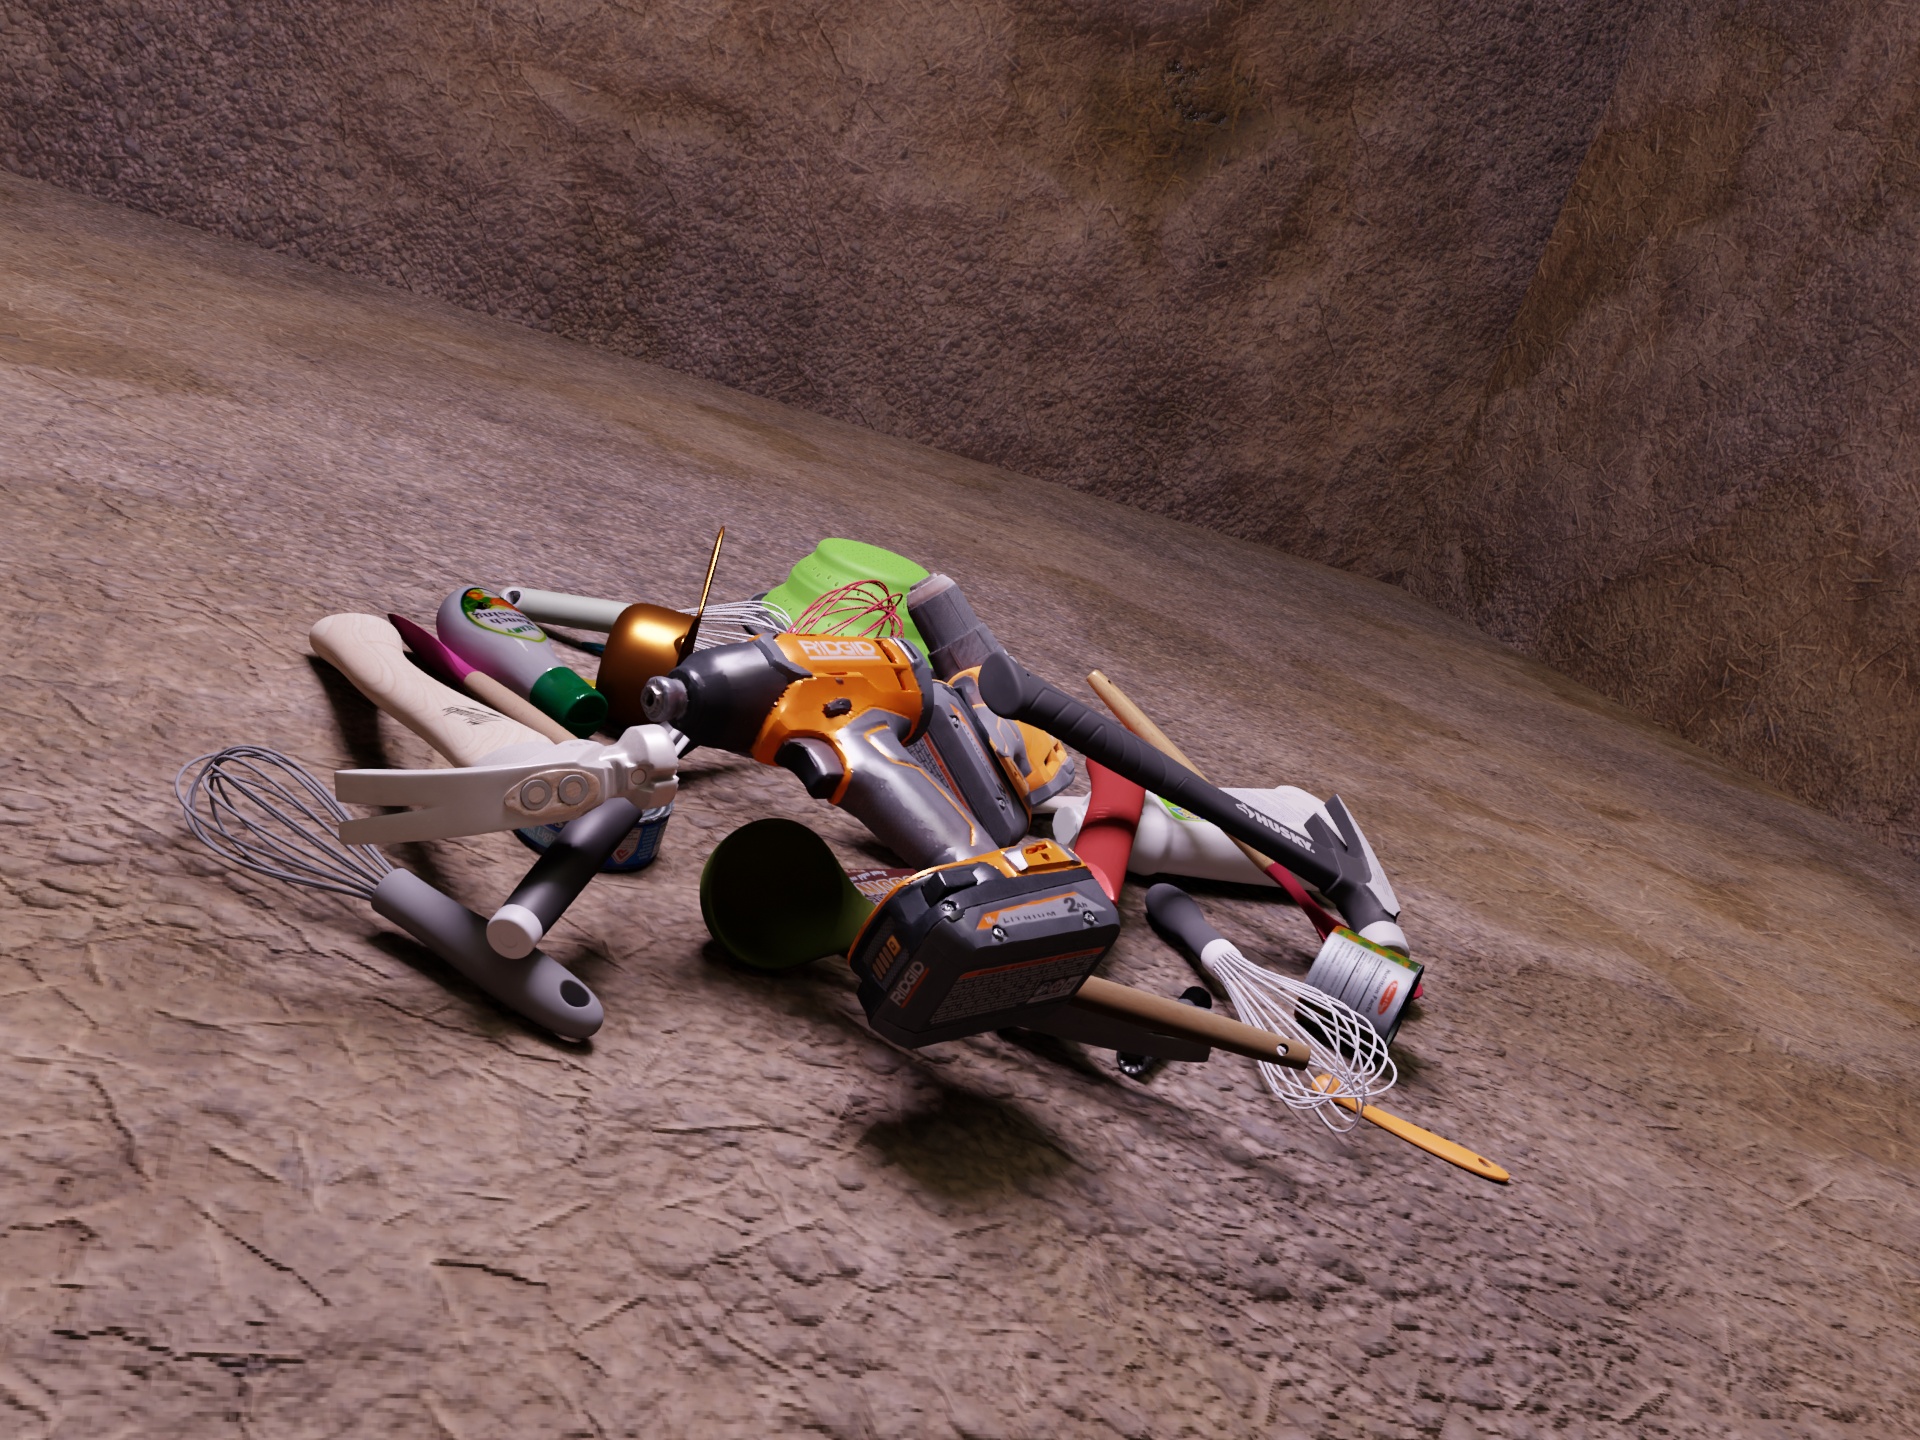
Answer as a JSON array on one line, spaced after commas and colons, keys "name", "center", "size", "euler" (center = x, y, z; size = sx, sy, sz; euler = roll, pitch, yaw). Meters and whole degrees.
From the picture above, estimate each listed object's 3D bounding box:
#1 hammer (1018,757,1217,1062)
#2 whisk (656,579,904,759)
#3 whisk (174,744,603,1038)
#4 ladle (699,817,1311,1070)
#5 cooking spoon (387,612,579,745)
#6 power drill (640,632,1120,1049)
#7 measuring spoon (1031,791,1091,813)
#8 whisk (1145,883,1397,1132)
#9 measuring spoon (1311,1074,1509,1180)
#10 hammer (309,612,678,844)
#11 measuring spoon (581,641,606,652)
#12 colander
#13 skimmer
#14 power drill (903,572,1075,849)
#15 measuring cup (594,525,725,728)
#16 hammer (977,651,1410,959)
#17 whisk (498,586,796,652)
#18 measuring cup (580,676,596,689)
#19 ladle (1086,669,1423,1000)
[{"name": "hammer", "center": [0.095, 0.092, 0.991], "size": [0.149, 0.036, 0.359], "euler": [11, 23, 9]}, {"name": "whisk", "center": [-0.130, -0.025, 1.083], "size": [0.073, 0.073, 0.296], "euler": [27, 38, 24]}, {"name": "whisk", "center": [-0.260, 0.078, 0.721], "size": [0.239, 0.055, 0.055], "euler": [29, 17, 14]}, {"name": "ladle", "center": [0.020, 0.123, 0.806], "size": [0.320, 0.078, 0.062], "euler": [15, -16, 9]}, {"name": "cooking spoon", "center": [-0.283, -0.016, 0.953], "size": [0.319, 0.017, 0.068], "euler": [24, -19, 51]}, {"name": "power drill", "center": [-0.046, 0.043, 0.759], "size": [0.164, 0.084, 0.227], "euler": [-2, 44, -44]}, {"name": "measuring spoon", "center": [0.076, 0.070, 1.220], "size": [0.124, 0.018, 0.034], "euler": [1, 29, -33]}, {"name": "whisk", "center": [0.172, 0.160, 0.964], "size": [0.070, 0.070, 0.285], "euler": [14, 11, -20]}, {"name": "measuring spoon", "center": [0.254, 0.228, 0.898], "size": [0.117, 0.011, 0.021], "euler": [24, 16, 16]}, {"name": "hammer", "center": [-0.298, -0.010, 0.847], "size": [0.146, 0.038, 0.411], "euler": [-7, 16, -32]}, {"name": "measuring spoon", "center": [-0.232, -0.036, 1.202], "size": [0.129, 0.021, 0.042], "euler": [15, 10, 17]}, {"name": "colander", "center": [-0.095, -0.131, 1.530], "size": [0.204, 0.094, 0.397], "euler": [17, 16, -9]}, {"name": "skimmer", "center": [-0.146, 0.044, 0.848], "size": [0.127, 0.090, 0.363], "euler": [-9, 22, 17]}, {"name": "power drill", "center": [-0.002, -0.003, 1.090], "size": [0.185, 0.084, 0.226], "euler": [61, 20, -5]}, {"name": "measuring cup", "center": [-0.207, -0.071, 1.100], "size": [0.052, 0.095, 0.174], "euler": [15, 59, -5]}, {"name": "hammer", "center": [0.152, 0.045, 1.039], "size": [0.334, 0.035, 0.146], "euler": [29, 29, -21]}, {"name": "whisk", "center": [-0.236, -0.073, 1.195], "size": [0.246, 0.058, 0.059], "euler": [9, -21, 13]}, {"name": "measuring cup", "center": [-0.271, -0.040, 1.130], "size": [0.156, 0.029, 0.062], "euler": [12, 17, -23]}, {"name": "ladle", "center": [0.198, 0.081, 1.109], "size": [0.315, 0.031, 0.069], "euler": [47, 22, 9]}]
